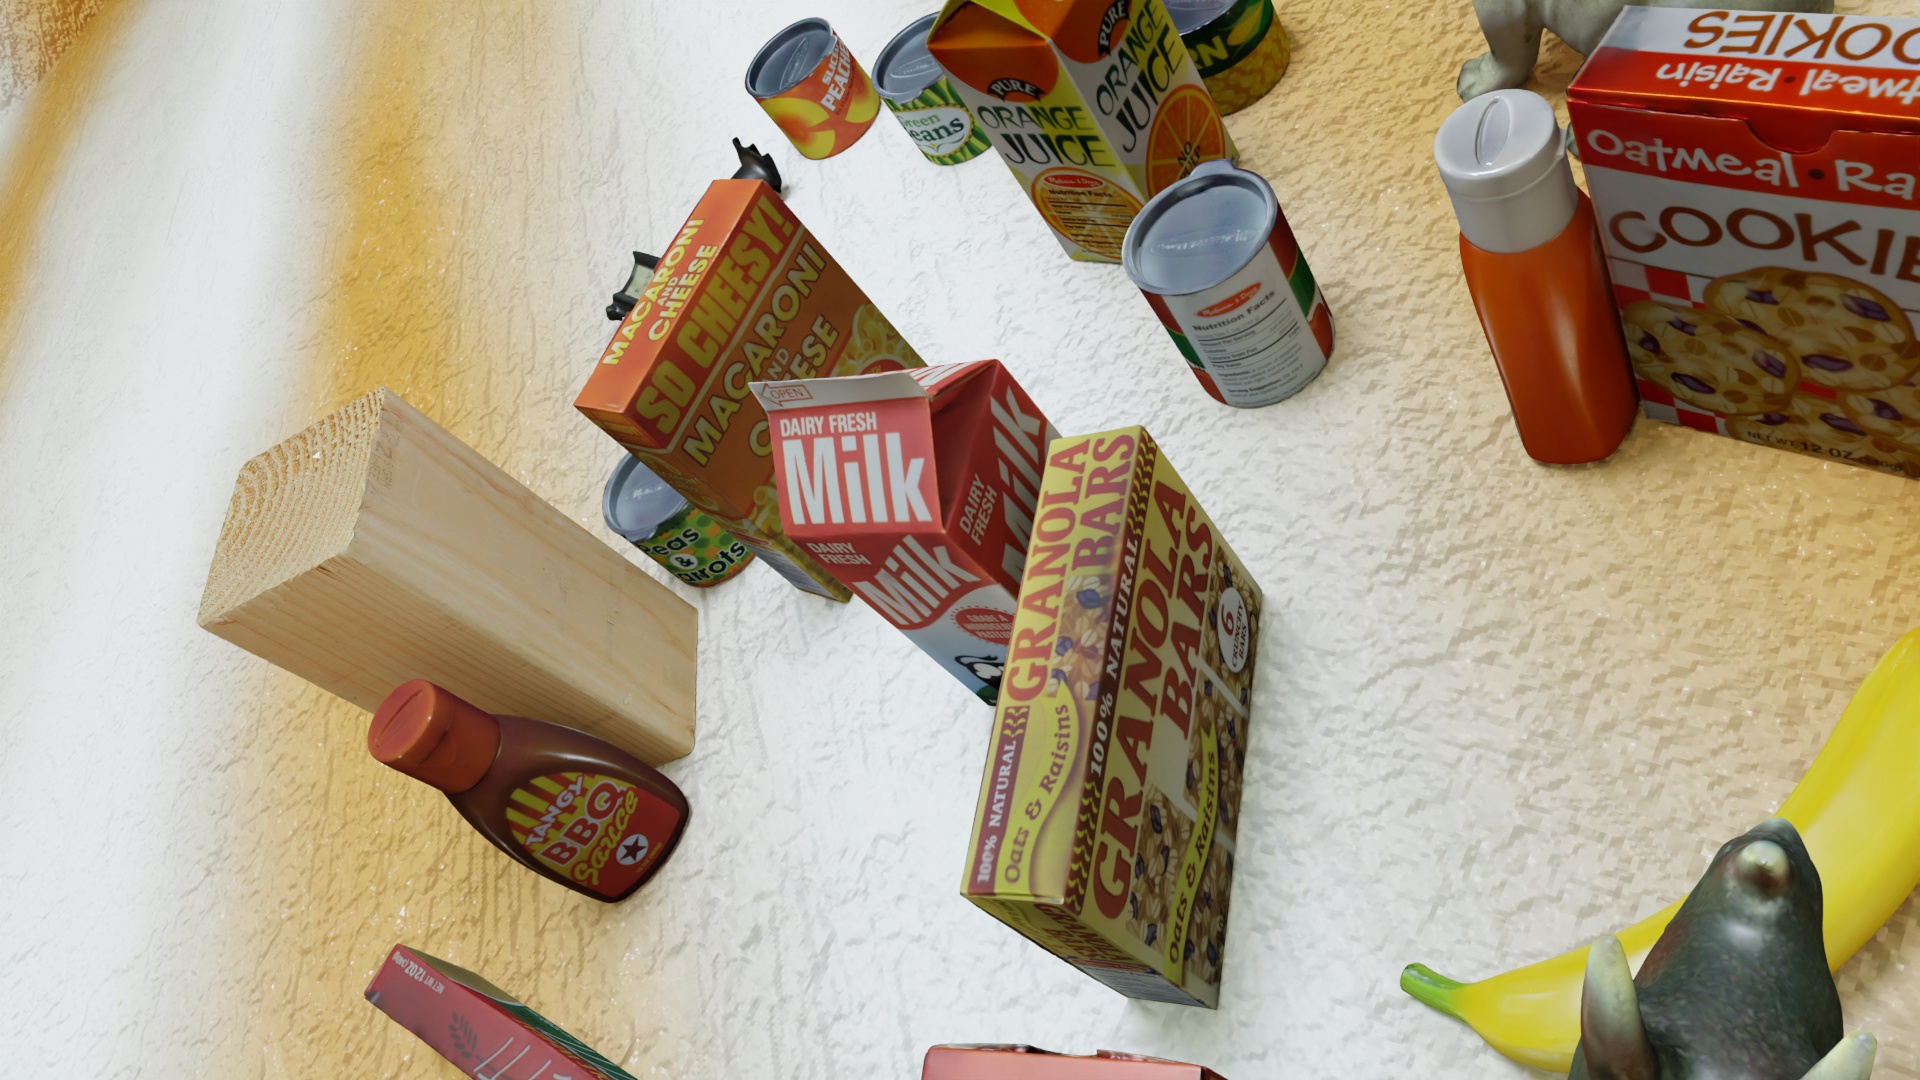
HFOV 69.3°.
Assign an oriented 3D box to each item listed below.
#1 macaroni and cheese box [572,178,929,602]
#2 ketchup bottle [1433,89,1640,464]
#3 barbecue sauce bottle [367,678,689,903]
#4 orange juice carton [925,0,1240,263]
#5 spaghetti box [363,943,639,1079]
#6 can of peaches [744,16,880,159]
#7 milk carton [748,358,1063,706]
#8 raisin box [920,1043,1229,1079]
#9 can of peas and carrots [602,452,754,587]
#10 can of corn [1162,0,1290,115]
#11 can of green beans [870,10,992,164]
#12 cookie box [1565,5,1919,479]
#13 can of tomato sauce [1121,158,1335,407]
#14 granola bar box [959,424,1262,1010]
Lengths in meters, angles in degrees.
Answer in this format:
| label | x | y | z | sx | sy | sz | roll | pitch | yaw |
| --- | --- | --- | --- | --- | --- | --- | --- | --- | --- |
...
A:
| label | x | y | z | sx | sy | sz | roll | pitch | yaw |
| --- | --- | --- | --- | --- | --- | --- | --- | --- | --- |
| macaroni and cheese box | -0.083 | -0.064 | 0.640 | 0.040 | 0.166 | 0.124 | 12 | 67 | 39 |
| ketchup bottle | 0.200 | -0.089 | 0.478 | 0.043 | 0.148 | 0.065 | 0 | 60 | 34 |
| barbecue sauce bottle | -0.187 | 0.107 | 0.604 | 0.044 | 0.148 | 0.065 | 32 | 81 | 43 |
| orange juice carton | 0.051 | -0.213 | 0.635 | 0.073 | 0.192 | 0.072 | 14 | 69 | 40 |
| spaghetti box | -0.158 | 0.227 | 0.569 | 0.250 | 0.050 | 0.029 | 12 | 68 | 39 |
| can of peaches | -0.090 | -0.284 | 0.874 | 0.071 | 0.058 | 0.071 | -18 | 52 | 24 |
| milk carton | 0.002 | -0.007 | 0.526 | 0.072 | 0.190 | 0.074 | -1 | 60 | 34 |
| raisin box | 0.053 | 0.182 | 0.406 | 0.086 | 0.123 | 0.040 | -8 | 56 | 30 |
| can of peas and carrots | -0.141 | -0.015 | 0.720 | 0.071 | 0.058 | 0.071 | -18 | 52 | 24 |
| can of corn | 0.127 | -0.258 | 0.708 | 0.071 | 0.058 | 0.071 | -18 | 52 | 24 |
| can of green beans | -0.009 | -0.261 | 0.802 | 0.071 | 0.057 | 0.071 | -18 | 52 | 24 |
| cookie box | 0.263 | -0.082 | 0.417 | 0.123 | 0.167 | 0.040 | 23 | 75 | 42 |
| can of tomato sauce | 0.116 | -0.108 | 0.593 | 0.071 | 0.083 | 0.071 | -18 | 52 | 24 |
| granola bar box | 0.059 | 0.063 | 0.484 | 0.039 | 0.124 | 0.166 | -6 | 57 | 31 |
